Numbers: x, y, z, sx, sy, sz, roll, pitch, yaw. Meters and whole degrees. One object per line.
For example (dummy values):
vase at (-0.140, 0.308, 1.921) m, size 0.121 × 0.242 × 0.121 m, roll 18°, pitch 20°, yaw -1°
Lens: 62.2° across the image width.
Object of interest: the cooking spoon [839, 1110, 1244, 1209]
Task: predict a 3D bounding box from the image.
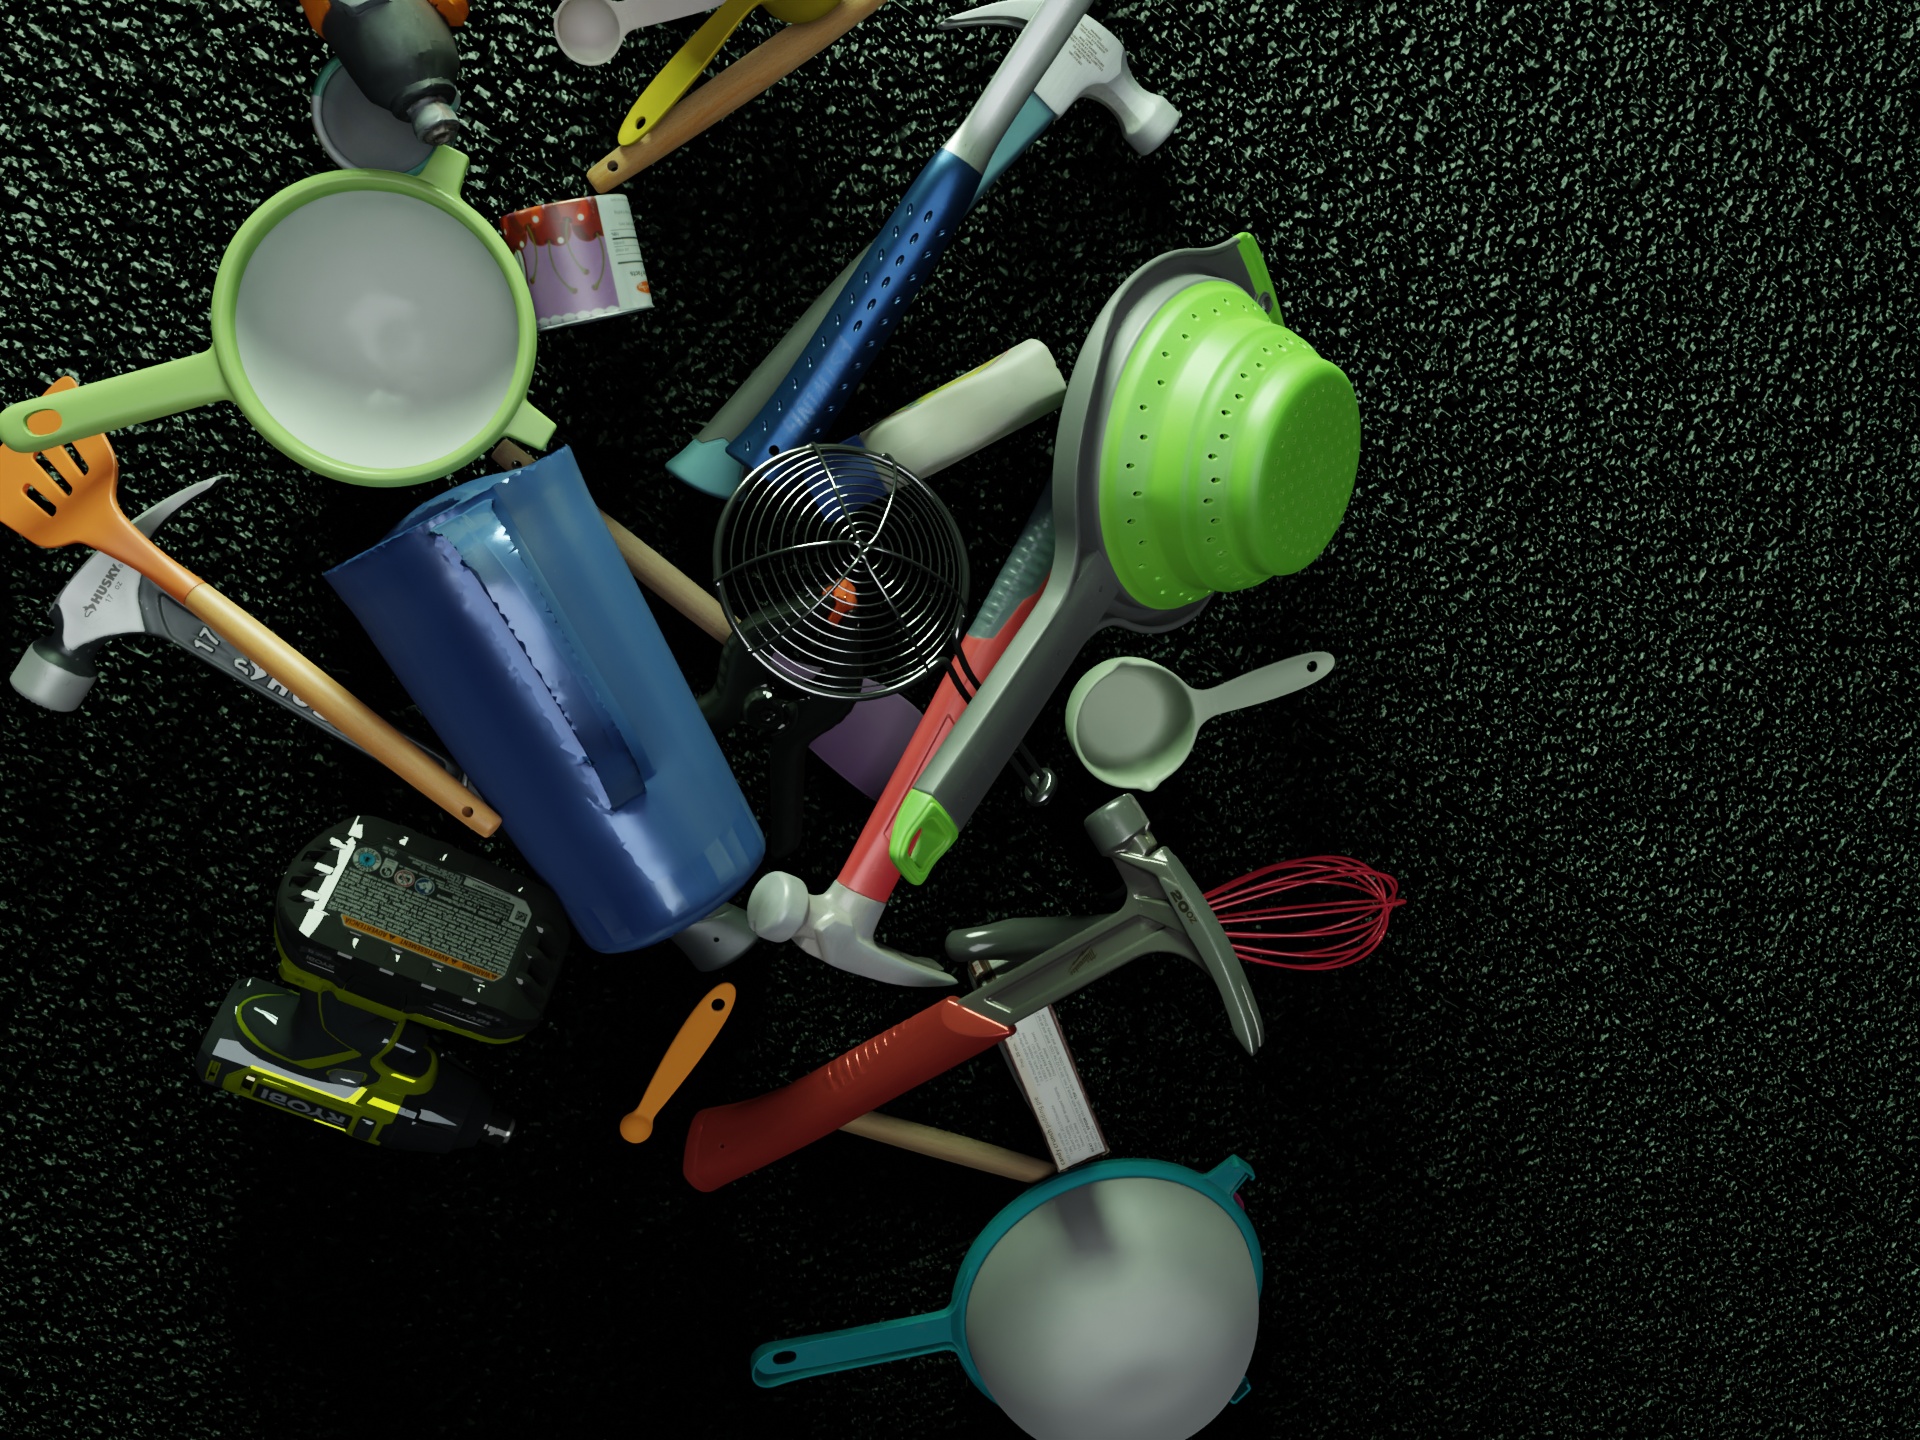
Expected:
cooking spoon at (0.039, 0.285, 1.015) m, size 0.318 × 0.017 × 0.068 m, roll 20°, pitch 104°, yaw -16°

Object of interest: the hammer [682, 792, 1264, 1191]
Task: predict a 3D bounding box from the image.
hammer at (-0.012, 0.190, 0.895) m, size 0.359 × 0.036 × 0.149 m, roll -33°, pitch 81°, yaw 22°

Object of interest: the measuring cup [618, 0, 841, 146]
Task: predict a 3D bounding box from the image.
measuring cup at (-0.114, -0.346, 0.811) m, size 0.156 × 0.062 × 0.029 m, roll -43°, pitch 152°, yaw 12°

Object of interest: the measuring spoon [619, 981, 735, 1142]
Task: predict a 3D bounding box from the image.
measuring spoon at (-0.169, 0.207, 0.955) m, size 0.021 × 0.011 × 0.117 m, roll 32°, pitch 96°, yaw -17°

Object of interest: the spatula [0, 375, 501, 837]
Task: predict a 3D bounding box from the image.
spatula at (-0.354, -0.047, 0.787) m, size 0.322 × 0.041 × 0.081 m, roll 38°, pitch 91°, yaw 0°

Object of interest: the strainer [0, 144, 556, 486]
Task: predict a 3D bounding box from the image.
strainer at (-0.338, -0.177, 0.793) m, size 0.256 × 0.069 × 0.151 m, roll -18°, pitch 101°, yaw -6°

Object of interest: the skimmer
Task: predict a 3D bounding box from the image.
skimmer at (-0.001, -0.003, 0.864) m, size 0.127 × 0.090 × 0.362 m, roll -59°, pitch 142°, yaw -18°

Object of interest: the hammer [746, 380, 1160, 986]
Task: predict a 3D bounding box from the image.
hammer at (0.024, -0.028, 0.915) m, size 0.143 × 0.038 × 0.386 m, roll 26°, pitch 93°, yaw -37°

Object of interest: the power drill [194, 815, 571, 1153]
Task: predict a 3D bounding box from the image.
power drill at (-0.294, 0.155, 0.834) m, size 0.171 × 0.080 × 0.223 m, roll 25°, pitch 136°, yaw -15°

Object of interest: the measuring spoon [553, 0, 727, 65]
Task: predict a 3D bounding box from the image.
measuring spoon at (-0.150, -0.370, 0.816) m, size 0.124 × 0.018 × 0.034 m, roll -25°, pitch 120°, yaw -12°

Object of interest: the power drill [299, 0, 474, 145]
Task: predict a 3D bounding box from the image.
power drill at (-0.204, -0.379, 0.748) m, size 0.226 × 0.084 × 0.164 m, roll -25°, pitch 92°, yaw -6°

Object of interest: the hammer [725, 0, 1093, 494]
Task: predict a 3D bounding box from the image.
hammer at (0.012, -0.293, 0.820) m, size 0.144 × 0.035 × 0.405 m, roll 32°, pitch 96°, yaw -19°

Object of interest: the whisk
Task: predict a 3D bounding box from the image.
whisk at (0.134, 0.124, 0.960) m, size 0.295 × 0.073 × 0.073 m, roll -3°, pitch 105°, yaw -15°

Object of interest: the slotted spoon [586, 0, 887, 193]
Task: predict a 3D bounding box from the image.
slotted spoon at (-0.061, -0.366, 0.827) m, size 0.314 × 0.031 × 0.070 m, roll -34°, pitch 95°, yaw 0°

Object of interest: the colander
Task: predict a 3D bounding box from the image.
colander at (0.102, -0.074, 0.807) m, size 0.397 × 0.095 × 0.204 m, roll -56°, pitch 141°, yaw -19°

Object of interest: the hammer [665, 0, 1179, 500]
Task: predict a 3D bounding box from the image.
hammer at (-0.035, -0.247, 0.859) m, size 0.128 × 0.033 × 0.331 m, roll 41°, pitch 93°, yaw -19°

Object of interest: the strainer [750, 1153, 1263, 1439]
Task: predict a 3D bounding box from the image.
strainer at (0.042, 0.398, 0.994) m, size 0.340 × 0.095 × 0.211 m, roll -7°, pitch 111°, yaw -10°

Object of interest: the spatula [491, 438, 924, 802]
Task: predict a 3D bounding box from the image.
spatula at (-0.129, -0.053, 0.895) m, size 0.315 × 0.018 × 0.060 m, roll 39°, pitch 98°, yaw -19°

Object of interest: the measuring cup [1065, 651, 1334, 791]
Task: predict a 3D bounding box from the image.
measuring cup at (0.141, -0.014, 0.952) m, size 0.167 × 0.038 × 0.083 m, roll -18°, pitch 107°, yaw -9°

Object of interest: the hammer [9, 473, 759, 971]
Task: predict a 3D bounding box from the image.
hammer at (-0.286, 0.024, 0.875) m, size 0.408 × 0.036 × 0.149 m, roll 33°, pitch 94°, yaw -18°
